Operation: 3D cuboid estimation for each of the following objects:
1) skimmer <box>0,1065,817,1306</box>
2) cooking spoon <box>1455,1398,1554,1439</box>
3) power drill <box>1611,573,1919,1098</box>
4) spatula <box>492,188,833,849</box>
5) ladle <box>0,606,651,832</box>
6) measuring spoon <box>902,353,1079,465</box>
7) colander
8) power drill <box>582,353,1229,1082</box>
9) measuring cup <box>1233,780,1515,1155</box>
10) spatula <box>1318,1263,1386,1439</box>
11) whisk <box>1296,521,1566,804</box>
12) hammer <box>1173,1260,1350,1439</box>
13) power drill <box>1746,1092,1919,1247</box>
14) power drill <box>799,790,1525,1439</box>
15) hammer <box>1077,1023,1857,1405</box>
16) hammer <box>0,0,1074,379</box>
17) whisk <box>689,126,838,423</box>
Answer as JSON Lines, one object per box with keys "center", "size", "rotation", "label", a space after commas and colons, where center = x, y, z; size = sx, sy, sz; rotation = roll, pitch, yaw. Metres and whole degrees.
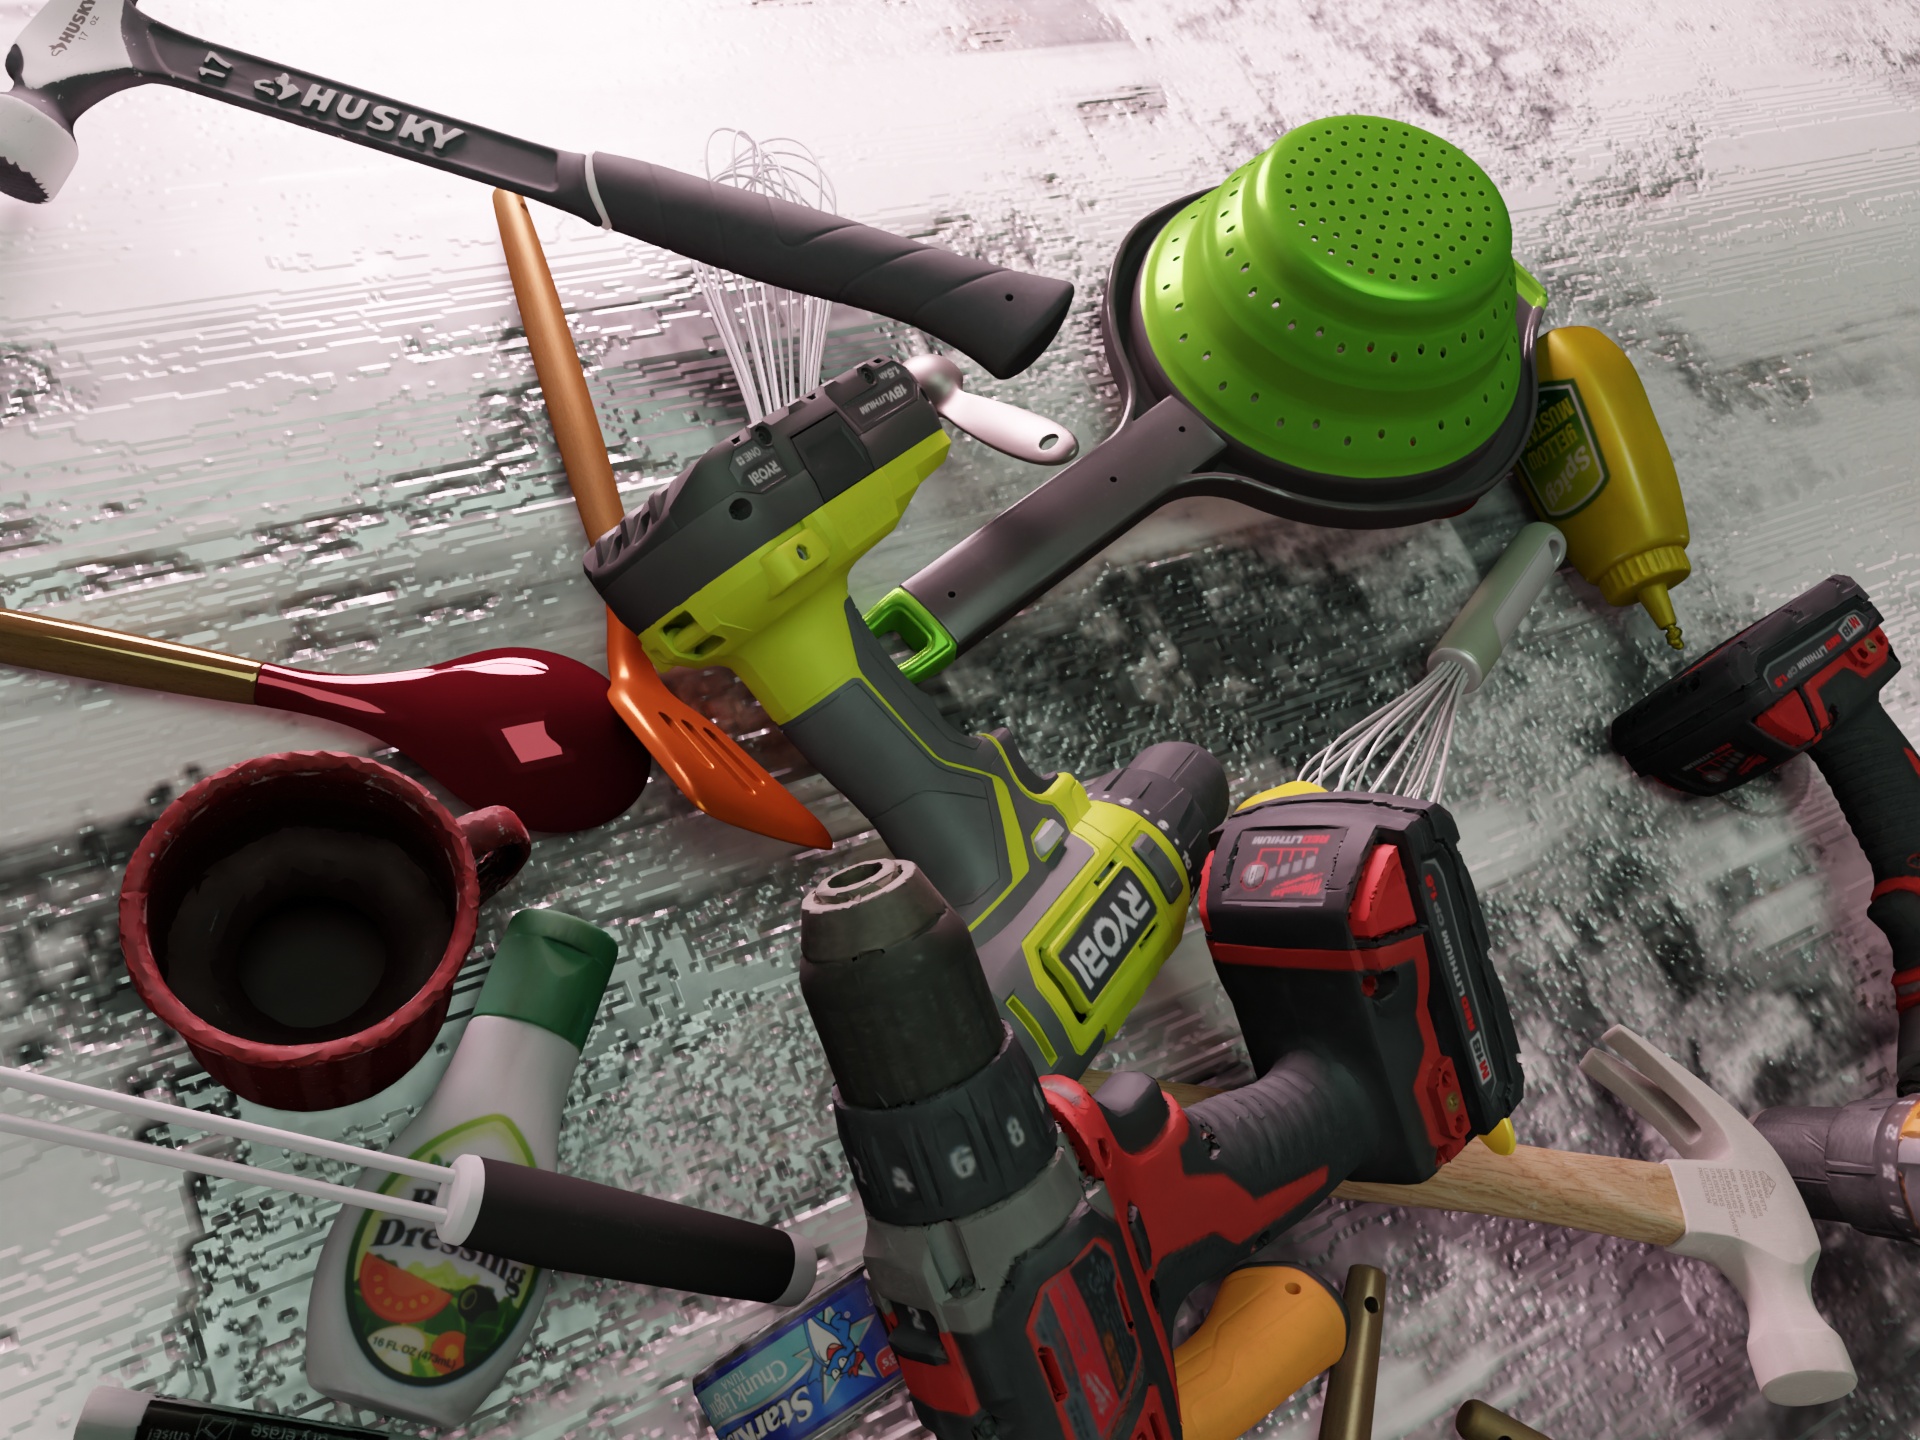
{"center": [-0.157, 0.101, 0.371], "size": [0.363, 0.090, 0.127], "rotation": [28, 60, -38], "label": "skimmer"}
{"center": [0.311, 0.317, 0.545], "size": [0.319, 0.017, 0.069], "rotation": [30, 96, 1], "label": "cooking spoon"}
{"center": [0.396, 0.059, 0.687], "size": [0.143, 0.078, 0.220], "rotation": [-28, 78, -29], "label": "power drill"}
{"center": [-0.129, -0.088, 0.599], "size": [0.081, 0.041, 0.323], "rotation": [26, 38, -59], "label": "spatula"}
{"center": [-0.260, -0.018, 0.529], "size": [0.315, 0.031, 0.069], "rotation": [11, 60, -11], "label": "ladle"}
{"center": [0.007, -0.126, 0.638], "size": [0.034, 0.018, 0.124], "rotation": [-47, 41, -7], "label": "measuring spoon"}
{"center": [0.110, -0.146, 0.658], "size": [0.397, 0.094, 0.205], "rotation": [-37, 73, -23], "label": "colander"}
{"center": [-0.001, -0.002, 0.542], "size": [0.228, 0.080, 0.190], "rotation": [55, 42, -8], "label": "power drill"}
{"center": [0.144, 0.090, 0.572], "size": [0.029, 0.062, 0.157], "rotation": [-11, 54, -26], "label": "measuring cup"}
{"center": [0.103, 0.322, 0.476], "size": [0.059, 0.018, 0.316], "rotation": [21, 59, -8], "label": "spatula"}
{"center": [0.208, -0.017, 0.679], "size": [0.246, 0.059, 0.057], "rotation": [-46, 122, -36], "label": "whisk"}
{"center": [-0.002, 0.232, 0.428], "size": [0.336, 0.034, 0.127], "rotation": [-14, 24, -38], "label": "hammer"}
{"center": [0.392, 0.229, 0.559], "size": [0.084, 0.185, 0.226], "rotation": [-29, 95, -29], "label": "power drill"}
{"center": [0.059, 0.094, 0.451], "size": [0.226, 0.080, 0.188], "rotation": [-29, 105, -39], "label": "power drill"}
{"center": [0.146, 0.153, 0.563], "size": [0.331, 0.031, 0.130], "rotation": [11, 45, -9], "label": "hammer"}
{"center": [-0.155, -0.212, 0.608], "size": [0.409, 0.036, 0.149], "rotation": [17, 71, 1], "label": "hammer"}
{"center": [-0.069, -0.117, 0.630], "size": [0.070, 0.070, 0.285], "rotation": [-1, 67, -19], "label": "whisk"}
